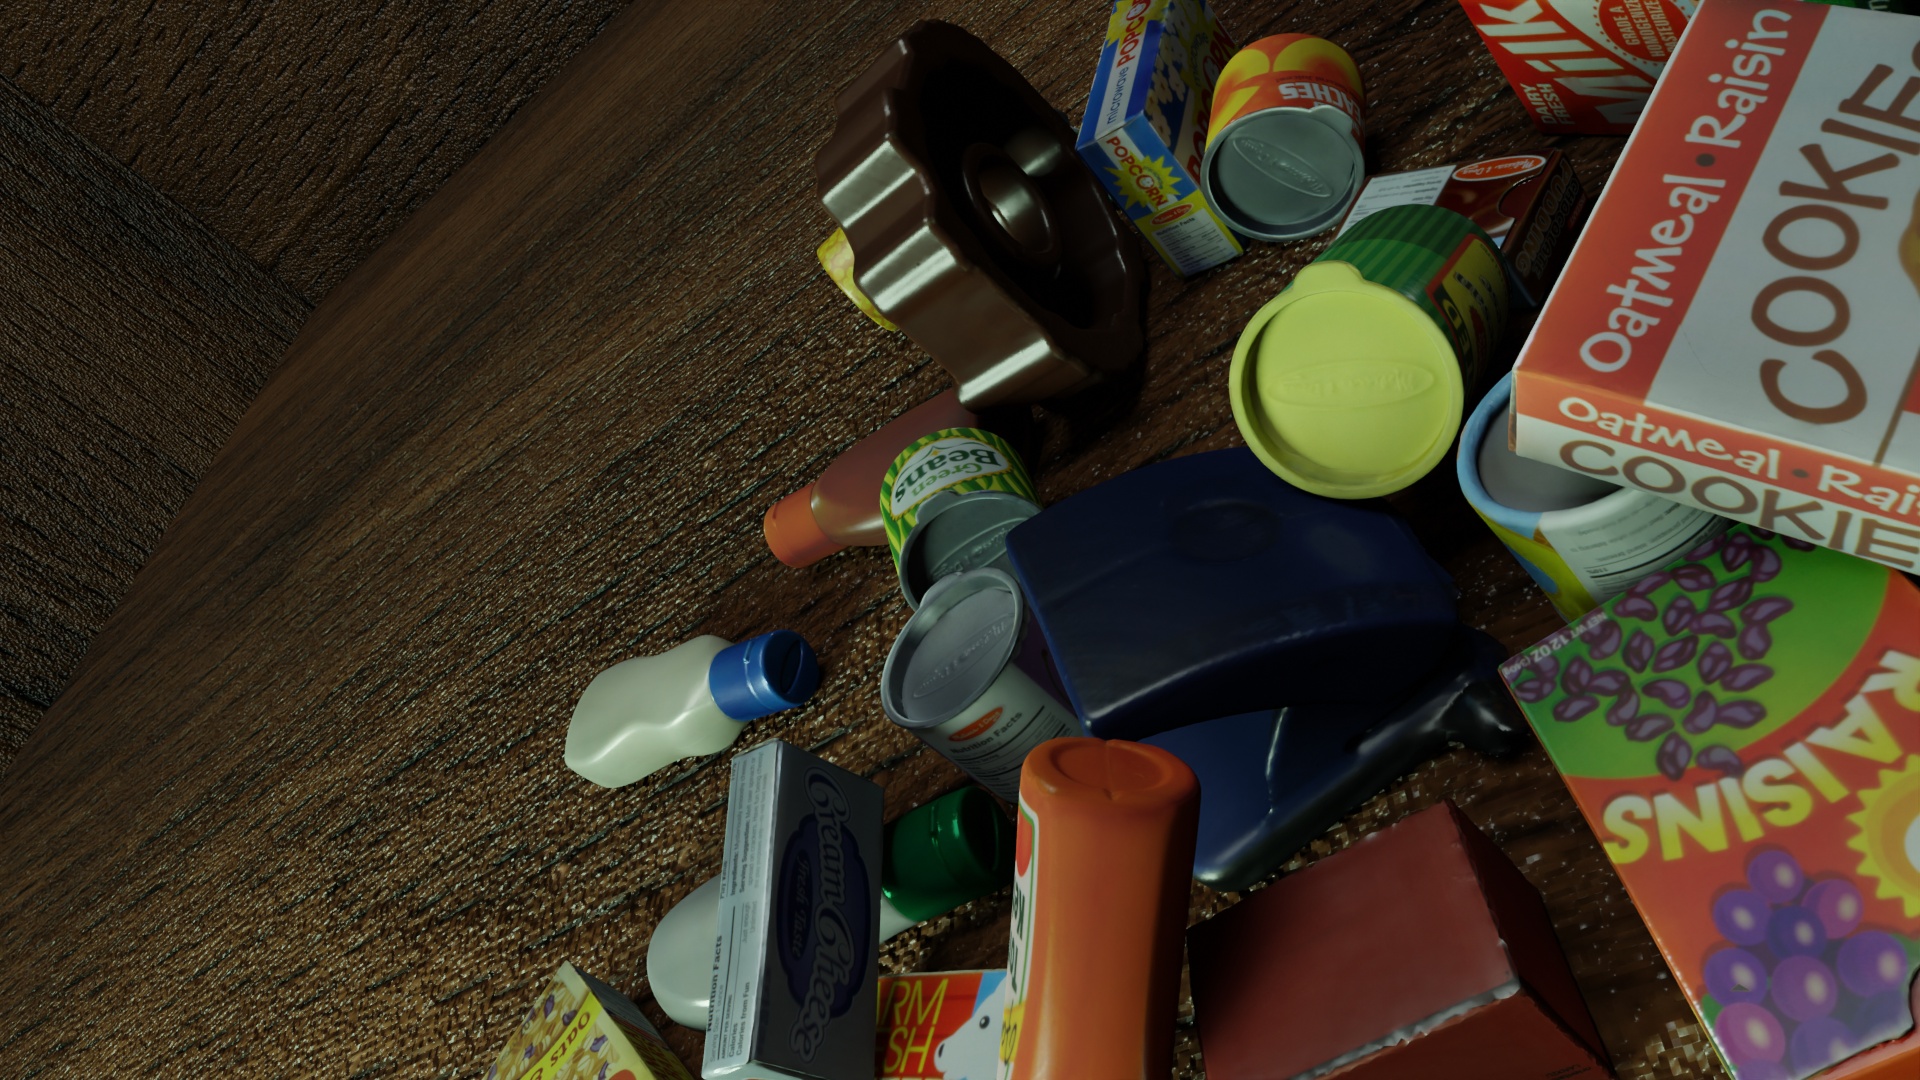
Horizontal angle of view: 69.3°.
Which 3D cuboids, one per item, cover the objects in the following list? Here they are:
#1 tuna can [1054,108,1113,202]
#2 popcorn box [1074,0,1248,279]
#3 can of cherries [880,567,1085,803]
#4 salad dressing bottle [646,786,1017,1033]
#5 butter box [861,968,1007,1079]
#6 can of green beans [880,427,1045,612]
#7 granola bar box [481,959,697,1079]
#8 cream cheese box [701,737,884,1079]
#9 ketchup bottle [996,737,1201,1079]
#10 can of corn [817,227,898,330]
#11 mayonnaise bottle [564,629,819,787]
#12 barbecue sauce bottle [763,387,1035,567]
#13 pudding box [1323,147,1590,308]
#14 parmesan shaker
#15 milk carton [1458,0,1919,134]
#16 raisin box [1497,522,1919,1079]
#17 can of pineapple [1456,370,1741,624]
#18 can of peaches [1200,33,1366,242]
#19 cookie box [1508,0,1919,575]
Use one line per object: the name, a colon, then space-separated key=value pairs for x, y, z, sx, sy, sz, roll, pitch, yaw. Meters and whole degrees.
tuna can: x=0.045 y=-0.186 z=0.718 sx=0.071 sy=0.071 sz=0.033 roll=-47 pitch=32 yaw=3
popcorn box: x=0.100 y=-0.194 z=0.641 sx=0.038 sy=0.085 sz=0.127 roll=-20 pitch=40 yaw=37
can of cherries: x=0.015 y=0.051 z=0.500 sx=0.071 sy=0.058 sz=0.072 roll=-33 pitch=34 yaw=26
salad dressing bottle: x=-0.048 y=0.133 z=0.503 sx=0.147 sy=0.044 sz=0.064 roll=-30 pitch=36 yaw=25
butter box: x=-0.004 y=0.163 z=0.431 sx=0.103 sy=0.024 sz=0.053 roll=-18 pitch=41 yaw=40
can of green beans: x=0.003 y=-0.005 z=0.571 sx=0.071 sy=0.071 sz=0.058 roll=-41 pitch=31 yaw=13
granola bar box: x=-0.164 y=0.258 z=0.513 sx=0.166 sy=0.039 sz=0.124 roll=-56 pitch=31 yaw=-13
cream cheese box: x=-0.051 y=0.120 z=0.440 sx=0.024 sy=0.053 sz=0.104 roll=-23 pitch=50 yaw=31
ketchup bottle: x=0.031 y=0.127 z=0.342 sx=0.065 sy=0.043 sz=0.148 roll=-42 pitch=-44 yaw=-83
can of corn: x=-0.041 y=-0.164 z=0.802 sx=0.058 sy=0.071 sz=0.071 roll=-42 pitch=31 yaw=13
mayonnaise bottle: x=-0.131 y=0.078 z=0.674 sx=0.147 sy=0.041 sz=0.065 roll=-20 pitch=42 yaw=37
barbecue sauce bottle: x=-0.033 y=-0.026 z=0.663 sx=0.148 sy=0.043 sz=0.065 roll=-23 pitch=44 yaw=37
pudding box: x=0.176 y=-0.110 z=0.503 sx=0.083 sy=0.030 sz=0.050 roll=8 pitch=61 yaw=55
parmesan shaker: x=0.131 y=-0.065 z=0.434 sx=0.071 sy=0.071 sz=0.103 roll=-23 pitch=11 yaw=37
milk carton: x=0.242 y=-0.187 z=0.466 sx=0.073 sy=0.072 sz=0.191 roll=-52 pitch=32 yaw=-5
raisin box: x=0.184 y=0.056 z=0.298 sx=0.086 sy=0.040 sz=0.124 roll=-35 pitch=34 yaw=20
can of pineapple: x=0.175 y=-0.015 z=0.371 sx=0.071 sy=0.057 sz=0.071 roll=-33 pitch=34 yaw=26
can of peaches: x=0.138 y=-0.171 z=0.584 sx=0.071 sy=0.071 sz=0.058 roll=-22 pitch=39 yaw=37
cookie box: x=0.224 y=-0.051 z=0.299 sx=0.167 sy=0.040 sz=0.123 roll=22 pitch=70 yaw=30
